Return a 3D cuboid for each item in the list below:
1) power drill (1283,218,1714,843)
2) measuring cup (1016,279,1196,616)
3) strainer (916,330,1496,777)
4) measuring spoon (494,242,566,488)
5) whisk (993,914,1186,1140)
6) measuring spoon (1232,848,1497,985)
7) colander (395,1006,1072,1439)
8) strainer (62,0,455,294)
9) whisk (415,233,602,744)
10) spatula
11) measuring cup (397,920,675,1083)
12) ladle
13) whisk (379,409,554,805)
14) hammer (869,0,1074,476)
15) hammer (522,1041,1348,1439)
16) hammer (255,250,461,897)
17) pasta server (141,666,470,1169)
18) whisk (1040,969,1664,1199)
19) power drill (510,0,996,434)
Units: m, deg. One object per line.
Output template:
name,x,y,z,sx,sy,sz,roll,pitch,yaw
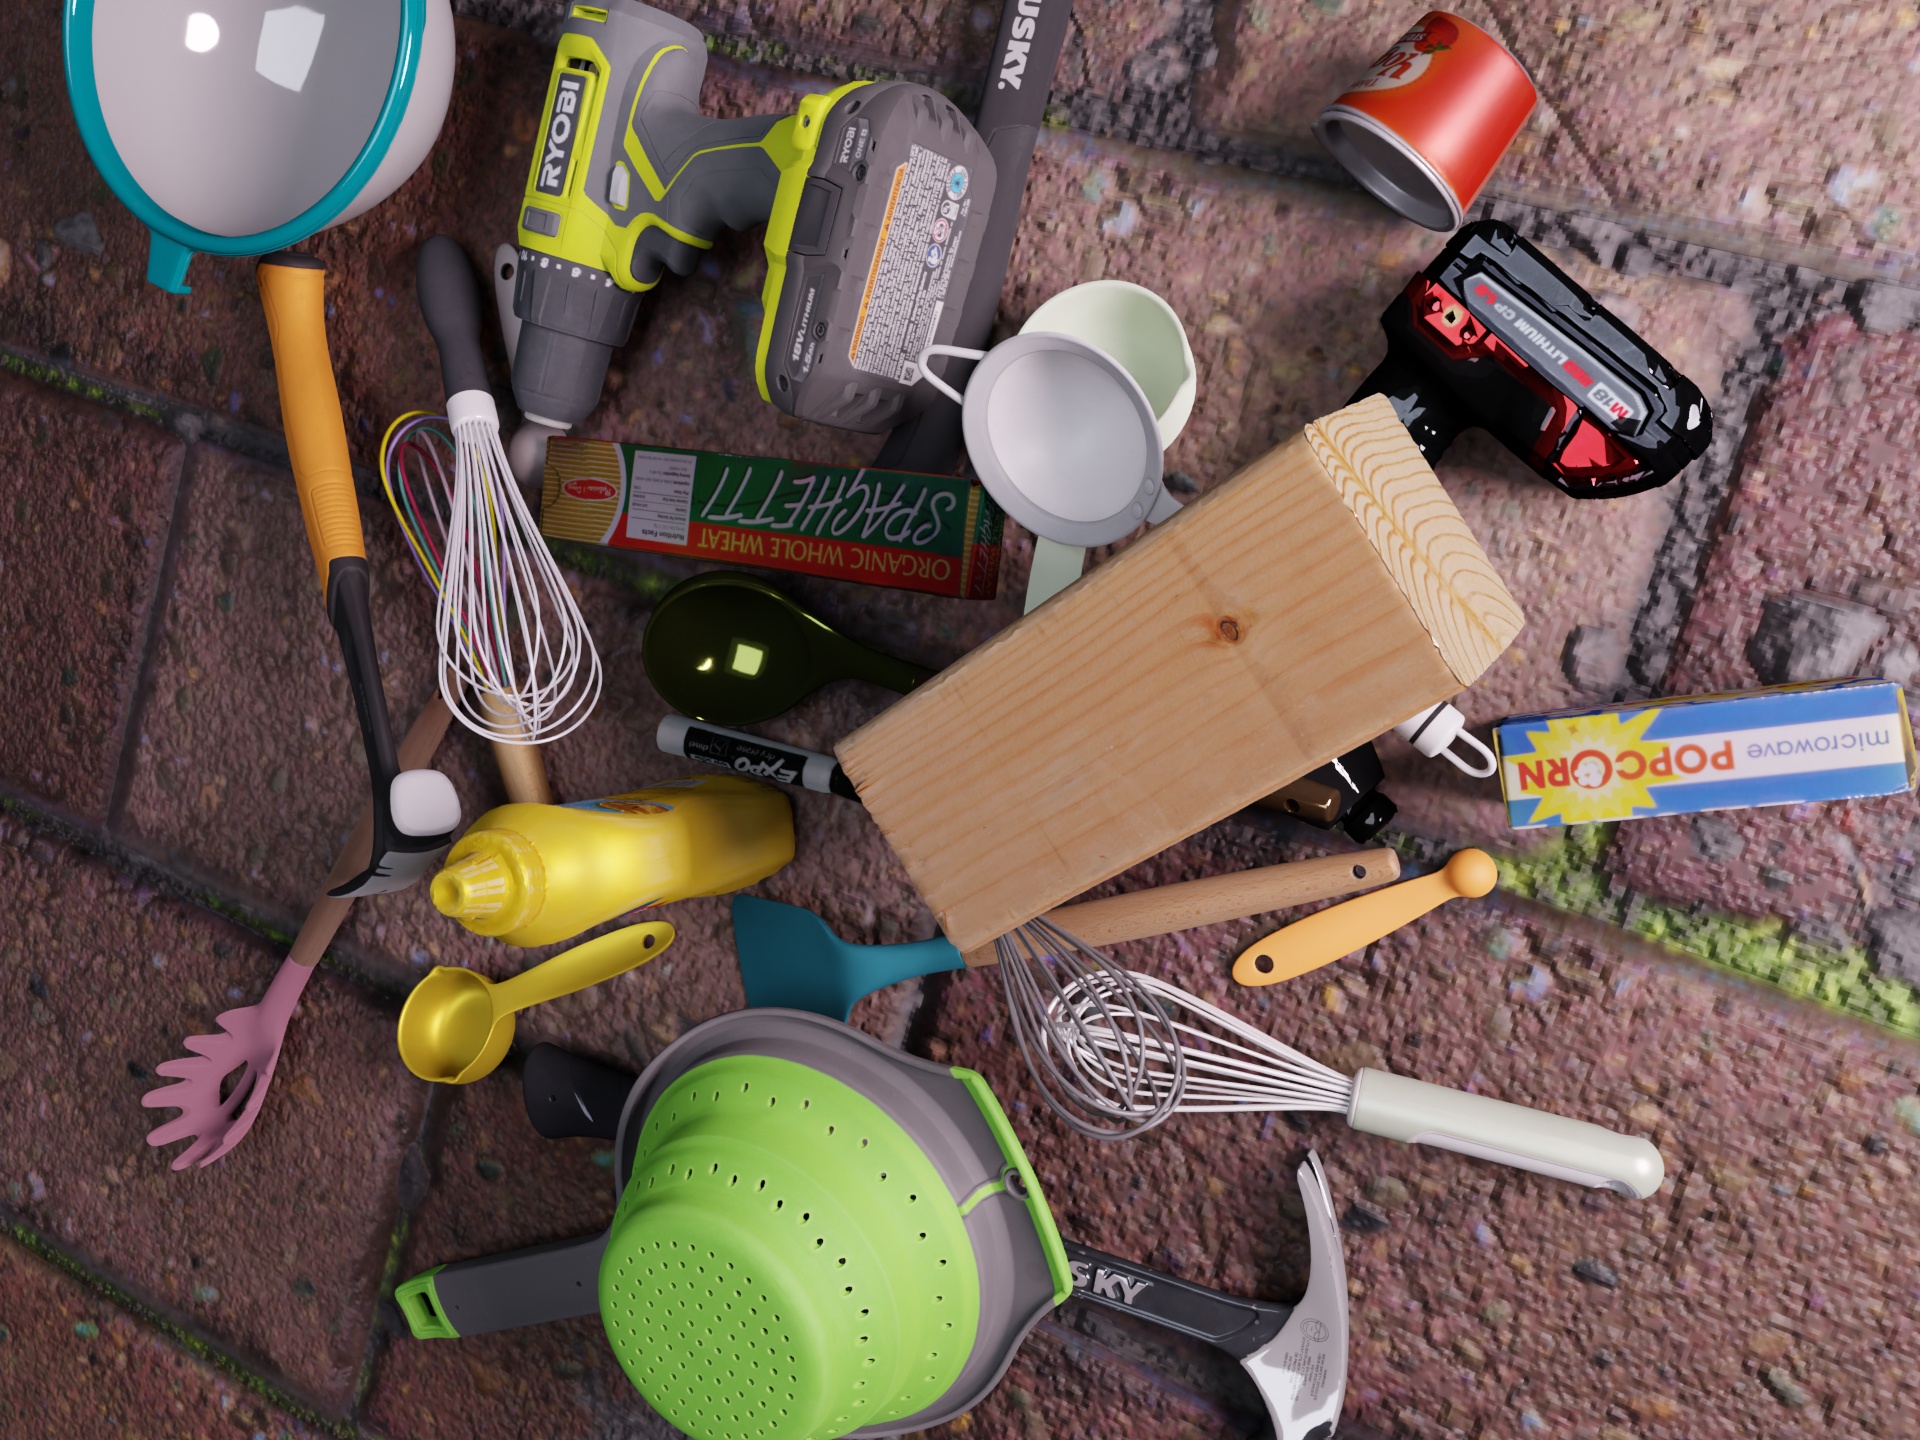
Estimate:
power drill,0.167,-0.064,0.607,0.143,0.078,0.219,48,111,15
measuring cup,0.051,-0.095,0.653,0.083,0.038,0.167,9,83,21
strainer,0.091,-0.065,0.584,0.258,0.050,0.086,42,138,15
measuring spoon,-0.219,-0.176,0.785,0.034,0.018,0.124,-11,88,22
whisk,0.018,0.073,0.640,0.055,0.055,0.239,-52,44,16
measuring spoon,0.162,0.083,0.647,0.117,0.011,0.021,-28,82,21
colander,-0.147,0.258,0.706,0.397,0.094,0.204,-21,94,31
strainer,-0.268,-0.347,0.758,0.340,0.095,0.211,-18,88,20
whisk,-0.223,-0.116,0.748,0.070,0.070,0.285,-26,66,21
spatula,0.030,0.090,0.680,0.317,0.044,0.082,-14,85,23
measuring cup,-0.207,0.136,0.794,0.156,0.029,0.062,-23,64,9
ladle,-0.001,-0.002,0.656,0.320,0.062,0.078,17,132,31
whisk,-0.238,-0.035,0.788,0.051,0.047,0.245,-16,90,21
hammer,0.020,-0.236,0.677,0.146,0.035,0.334,18,99,21
hammer,-0.027,0.216,0.718,0.409,0.036,0.149,13,96,21
hammer,-0.309,-0.081,0.789,0.127,0.034,0.337,-36,65,50
pasta server,-0.340,0.105,0.837,0.060,0.040,0.316,37,104,18
whisk,0.151,0.150,0.638,0.246,0.057,0.059,11,65,17
power drill,-0.109,-0.203,0.692,0.229,0.080,0.190,25,105,34
